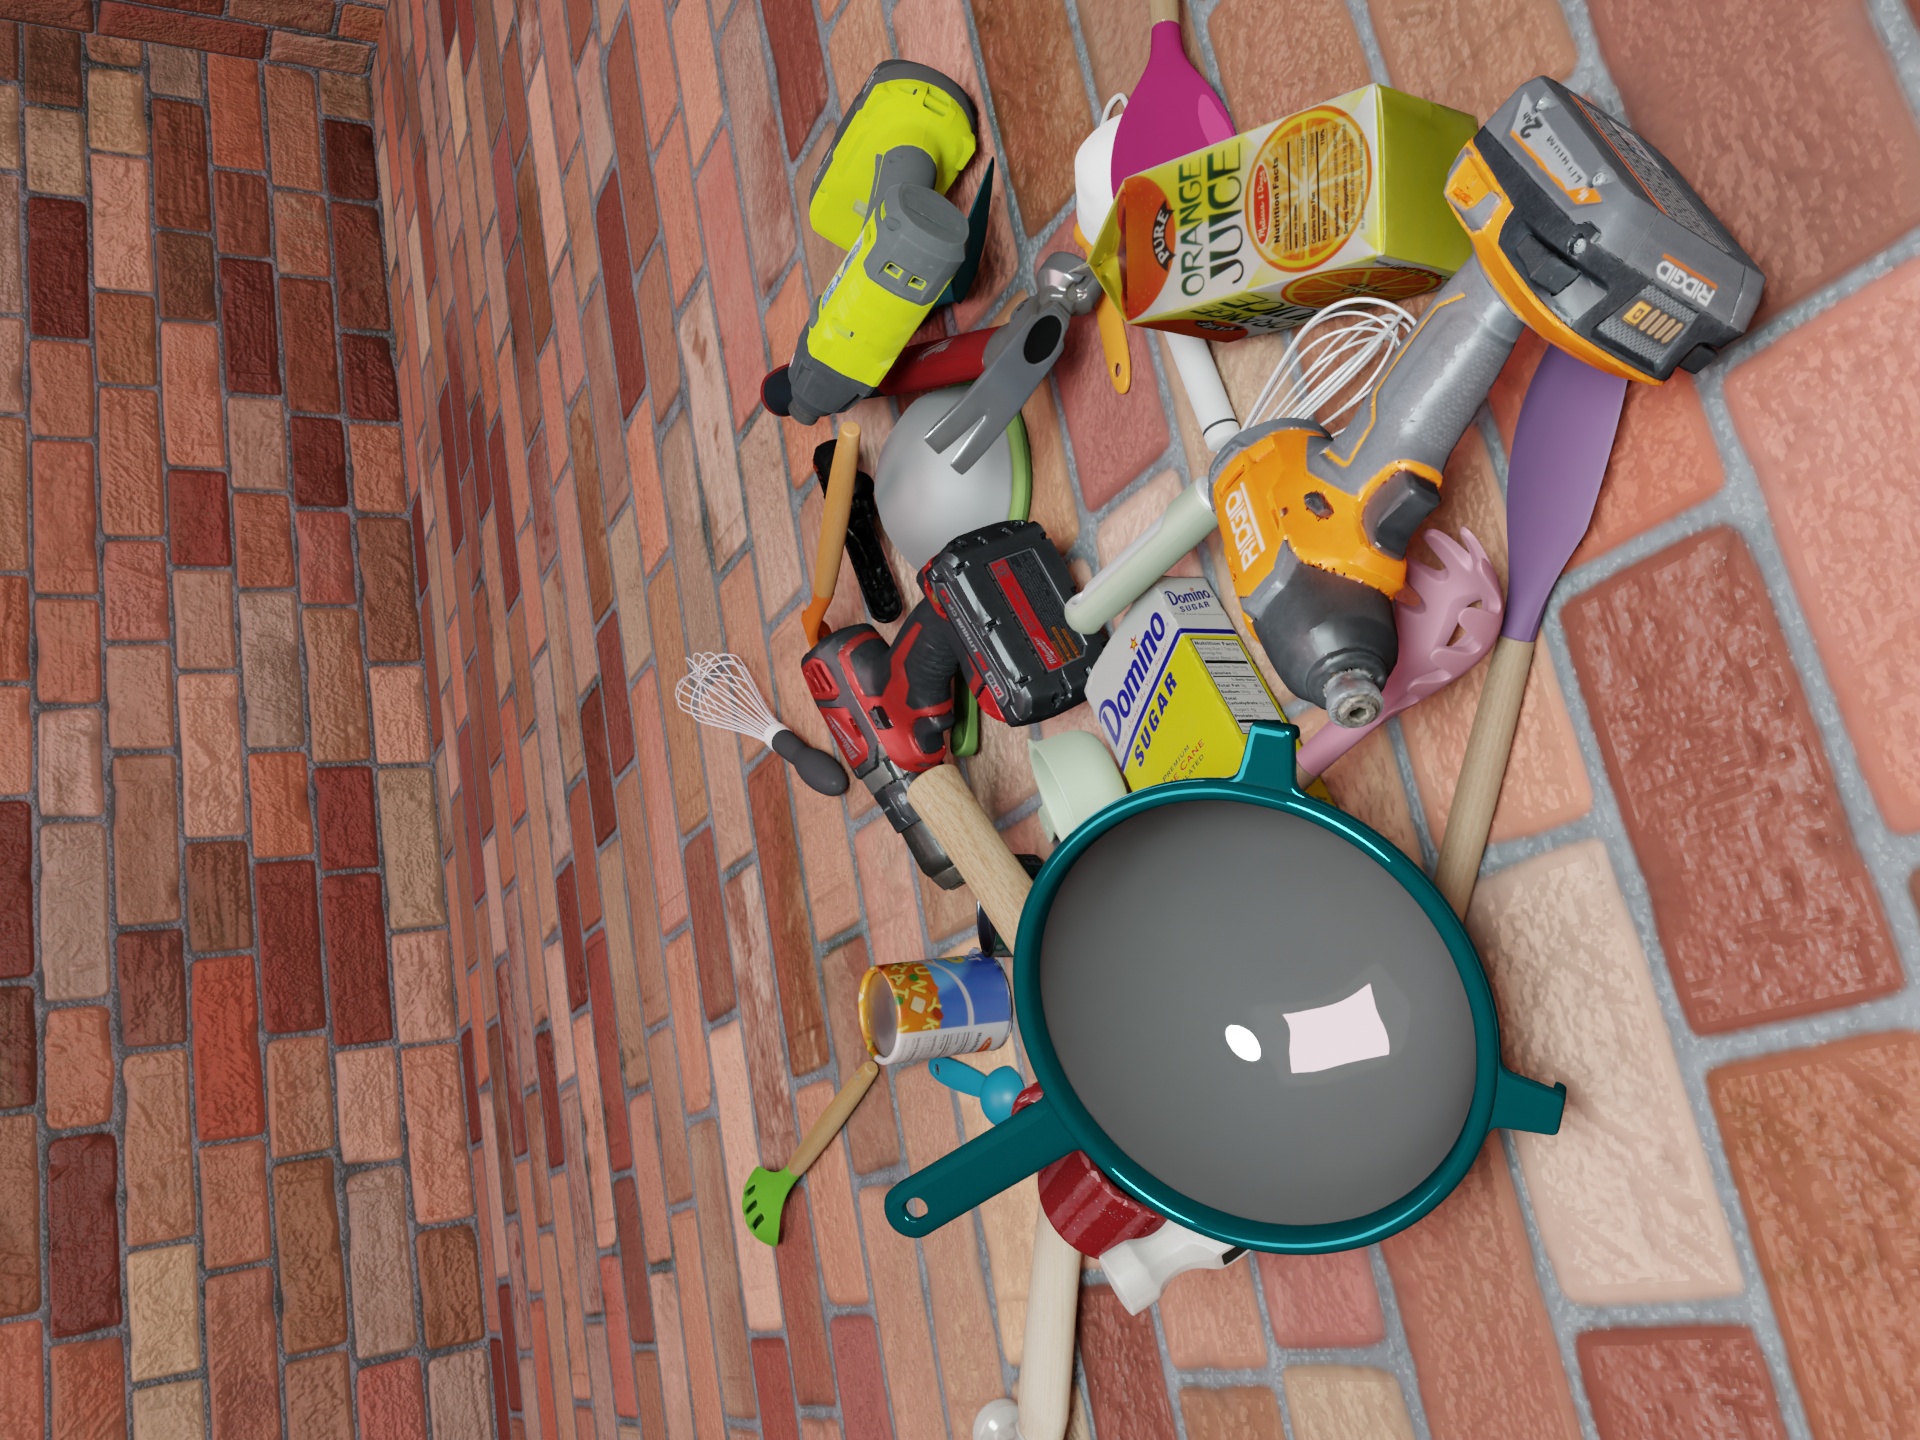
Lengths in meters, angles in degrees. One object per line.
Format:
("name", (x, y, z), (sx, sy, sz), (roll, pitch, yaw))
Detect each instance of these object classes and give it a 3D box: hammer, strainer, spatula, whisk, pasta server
("hammer", (-0.056, -0.219, 1.055), (0.143, 0.038, 0.386), (-55, 27, -13))
("strainer", (-0.018, -0.104, 1.060), (0.151, 0.069, 0.256), (1, 91, 61))
("spatula", (0.228, -0.011, 0.673), (0.060, 0.018, 0.315), (-134, 50, -64))
("spatula", (-0.085, -0.107, 1.121), (0.322, 0.041, 0.081), (109, 145, -61))
("strainer", (0.095, 0.150, 0.731), (0.340, 0.095, 0.211), (-40, 83, 34))
("strainer", (0.107, -0.244, 0.860), (0.087, 0.050, 0.259), (-34, 64, 40))
("whisk", (-0.169, 0.002, 1.360), (0.285, 0.070, 0.070), (33, 120, 50))
("hammer", (0.061, 0.141, 0.852), (0.332, 0.130, 0.031), (55, 169, 38))
("whisk", (0.129, -0.115, 0.777), (0.246, 0.059, 0.058), (-43, 12, 41))
("hammer", (0.067, 0.289, 0.954), (0.146, 0.038, 0.410), (-160, 72, -63))
("spatula", (-0.045, -0.294, 1.126), (0.317, 0.044, 0.082), (-12, 57, 62))
("pasta server", (0.137, 0.034, 0.734), (0.316, 0.040, 0.060), (-49, 30, 35))

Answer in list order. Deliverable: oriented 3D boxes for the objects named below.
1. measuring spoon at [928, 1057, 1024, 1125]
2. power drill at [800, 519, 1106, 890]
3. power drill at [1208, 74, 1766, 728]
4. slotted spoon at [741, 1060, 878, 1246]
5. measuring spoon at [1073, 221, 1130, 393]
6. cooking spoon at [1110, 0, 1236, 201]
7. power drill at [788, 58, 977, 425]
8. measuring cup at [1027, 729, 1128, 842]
("measuring spoon", (0.003, 0.250, 1.087), (0.129, 0.021, 0.042), (1, 92, 60))
("power drill", (-0.002, -0.003, 0.995), (0.226, 0.080, 0.188), (-36, 81, 52))
("power drill", (0.187, -0.110, 0.614), (0.226, 0.084, 0.164), (-52, 28, 36))
("slotted spoon", (-0.130, 0.362, 1.333), (0.313, 0.031, 0.070), (-57, 46, 44))
("measuring spoon", (0.082, -0.244, 0.931), (0.021, 0.011, 0.117), (-35, 61, 56))
("cooking spoon", (0.109, -0.395, 0.854), (0.017, 0.069, 0.319), (24, -117, -72))
("power drill", (-0.055, -0.304, 1.014), (0.171, 0.080, 0.223), (-47, 28, 41))
("measuring cup", (0.069, 0.050, 0.926), (0.167, 0.038, 0.083), (95, 153, -80))
